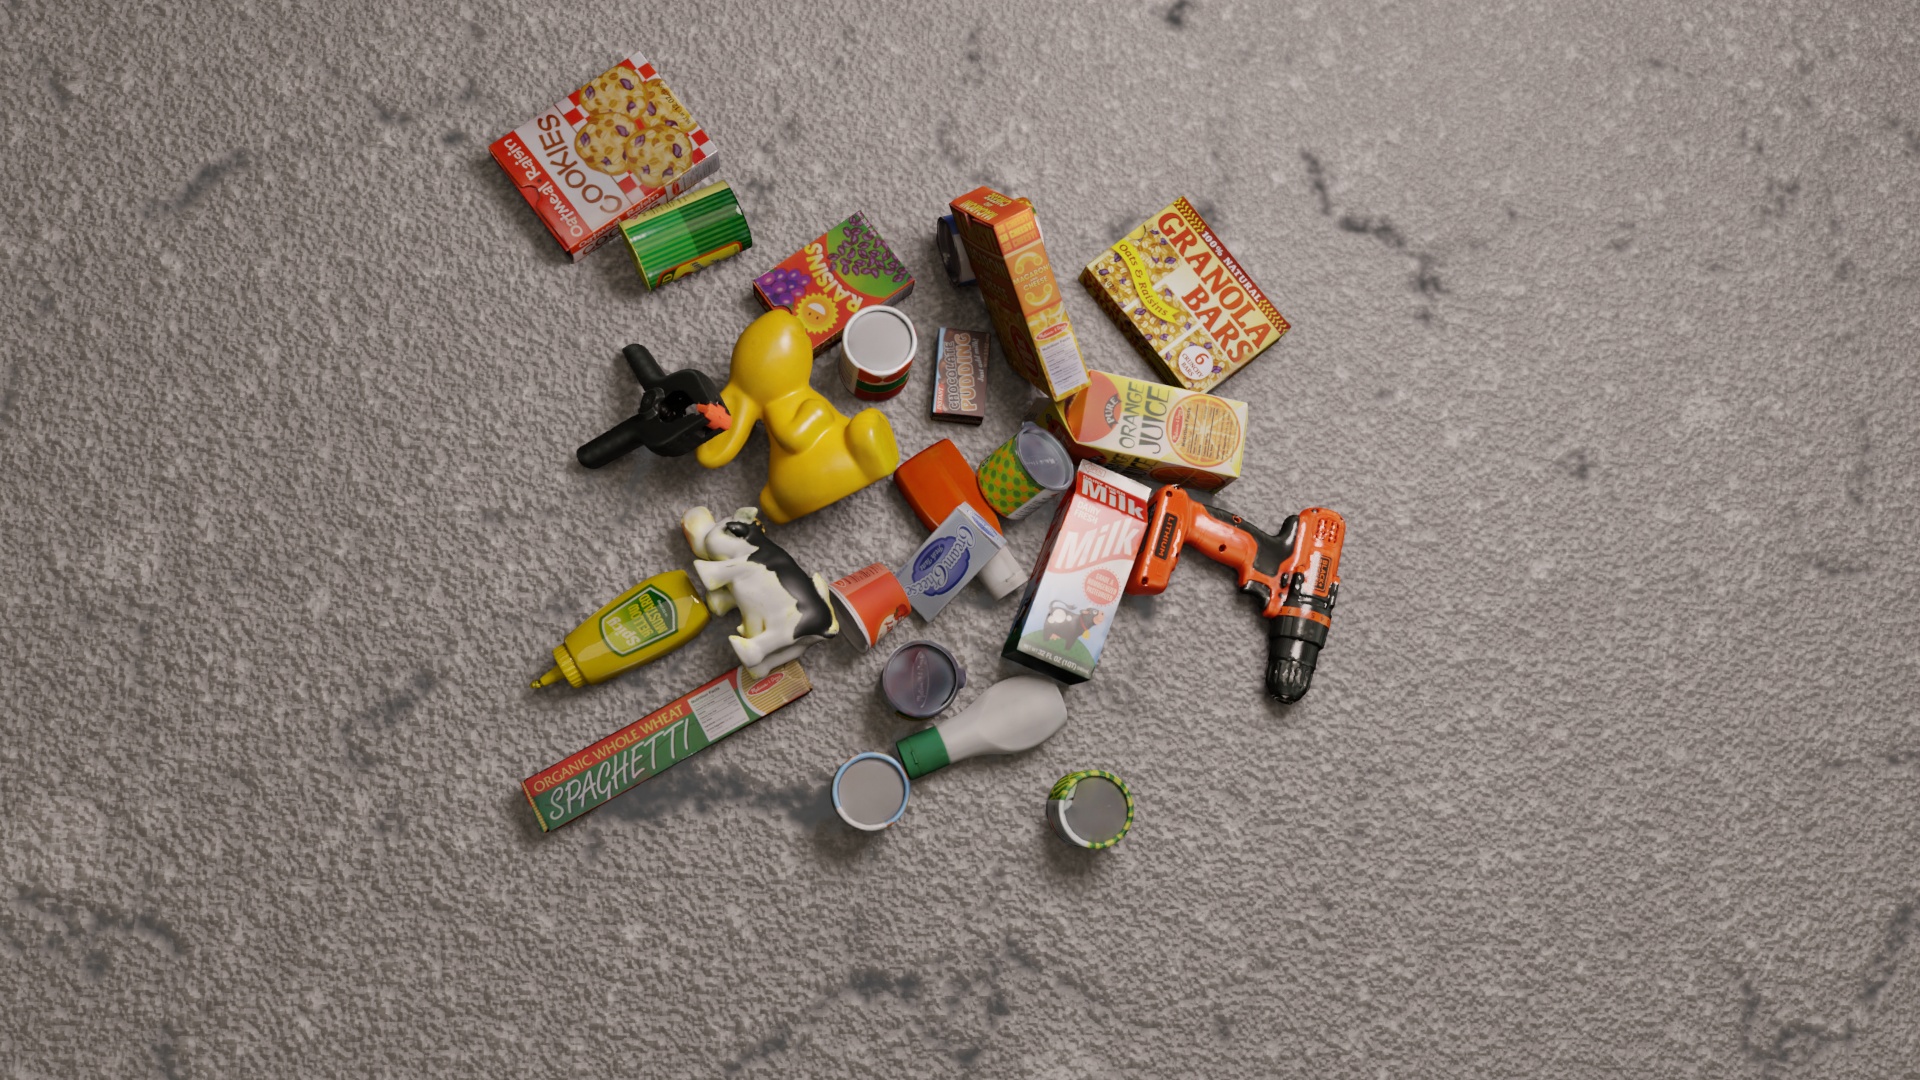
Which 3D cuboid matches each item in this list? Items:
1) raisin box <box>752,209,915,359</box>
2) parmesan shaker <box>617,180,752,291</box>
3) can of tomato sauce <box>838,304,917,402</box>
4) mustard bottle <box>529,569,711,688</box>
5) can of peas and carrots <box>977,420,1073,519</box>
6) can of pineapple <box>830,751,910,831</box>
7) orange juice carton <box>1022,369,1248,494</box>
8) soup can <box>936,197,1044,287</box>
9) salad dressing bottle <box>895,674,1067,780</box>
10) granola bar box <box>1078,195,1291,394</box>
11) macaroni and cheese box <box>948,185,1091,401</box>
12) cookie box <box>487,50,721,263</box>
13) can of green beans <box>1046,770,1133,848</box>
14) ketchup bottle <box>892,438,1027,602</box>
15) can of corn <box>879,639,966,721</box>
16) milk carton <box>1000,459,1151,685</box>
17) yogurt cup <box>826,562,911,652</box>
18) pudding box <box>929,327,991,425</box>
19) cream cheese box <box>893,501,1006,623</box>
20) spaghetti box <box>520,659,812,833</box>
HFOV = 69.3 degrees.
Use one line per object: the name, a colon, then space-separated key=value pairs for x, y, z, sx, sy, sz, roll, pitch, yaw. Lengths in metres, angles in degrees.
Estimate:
raisin box: x=-0.116 y=-0.232 z=1.273 sx=0.123 sy=0.040 sz=0.086 roll=-36 pitch=86 yaw=-11
parmesan shaker: x=-0.246 y=-0.274 z=1.249 sx=0.103 sy=0.071 sz=0.071 roll=-26 pitch=83 yaw=-11
can of tomato sauce: x=-0.073 y=-0.167 z=1.243 sx=0.071 sy=0.083 sz=0.071 roll=1 pitch=79 yaw=-7
mustard bottle: x=-0.293 y=0.086 z=1.183 sx=0.160 sy=0.048 sz=0.065 roll=-31 pitch=81 yaw=-12
can of peas and carrots: x=0.056 y=-0.062 z=1.237 sx=0.071 sy=0.058 sz=0.071 roll=25 pitch=47 yaw=-30
can of pineapple: x=-0.076 y=0.211 z=1.180 sx=0.071 sy=0.057 sz=0.071 roll=1 pitch=79 yaw=-7
orange juice carton: x=0.156 y=-0.102 z=1.264 sx=0.193 sy=0.071 sz=0.073 roll=11 pitch=78 yaw=-5
soup can: x=0.027 y=-0.278 z=1.288 sx=0.084 sy=0.071 sz=0.071 roll=-16 pitch=82 yaw=-11
salad dressing bottle: x=0.018 y=0.164 z=1.209 sx=0.148 sy=0.044 sz=0.064 roll=-21 pitch=84 yaw=-9
granola bar box: x=0.212 y=-0.225 z=1.312 sx=0.124 sy=0.039 sz=0.165 roll=-37 pitch=86 yaw=-12
macaroni and cheese box: x=0.051 y=-0.216 z=1.210 sx=0.040 sy=0.124 sz=0.165 roll=-27 pitch=118 yaw=-7
cookie box: x=-0.324 y=-0.351 z=1.271 sx=0.168 sy=0.040 sz=0.123 roll=-37 pitch=85 yaw=-12
can of green beans: x=0.112 y=0.232 z=1.199 sx=0.071 sy=0.057 sz=0.071 roll=1 pitch=79 yaw=-7
ketchup bottle: x=0.004 y=-0.016 z=1.242 sx=0.065 sy=0.043 sz=0.149 roll=-33 pitch=85 yaw=-19
can of corn: x=-0.034 y=0.122 z=1.203 sx=0.071 sy=0.058 sz=0.071 roll=1 pitch=79 yaw=-7
milk carton: x=0.107 y=0.026 z=1.231 sx=0.072 sy=0.073 sz=0.191 roll=24 pitch=77 yaw=-5
yogurt cup: x=-0.080 y=0.055 z=1.209 sx=0.054 sy=0.072 sz=0.072 roll=-33 pitch=85 yaw=-20
pudding box: x=0.000 y=-0.151 z=1.276 sx=0.050 sy=0.030 sz=0.084 roll=6 pitch=78 yaw=-5
cream cheese box: x=-0.012 y=0.019 z=1.214 sx=0.053 sy=0.024 sz=0.103 roll=45 pitch=116 yaw=2
spaghetti box: x=-0.248 y=0.166 z=1.183 sx=0.250 sy=0.028 sz=0.050 roll=-28 pitch=84 yaw=-11
